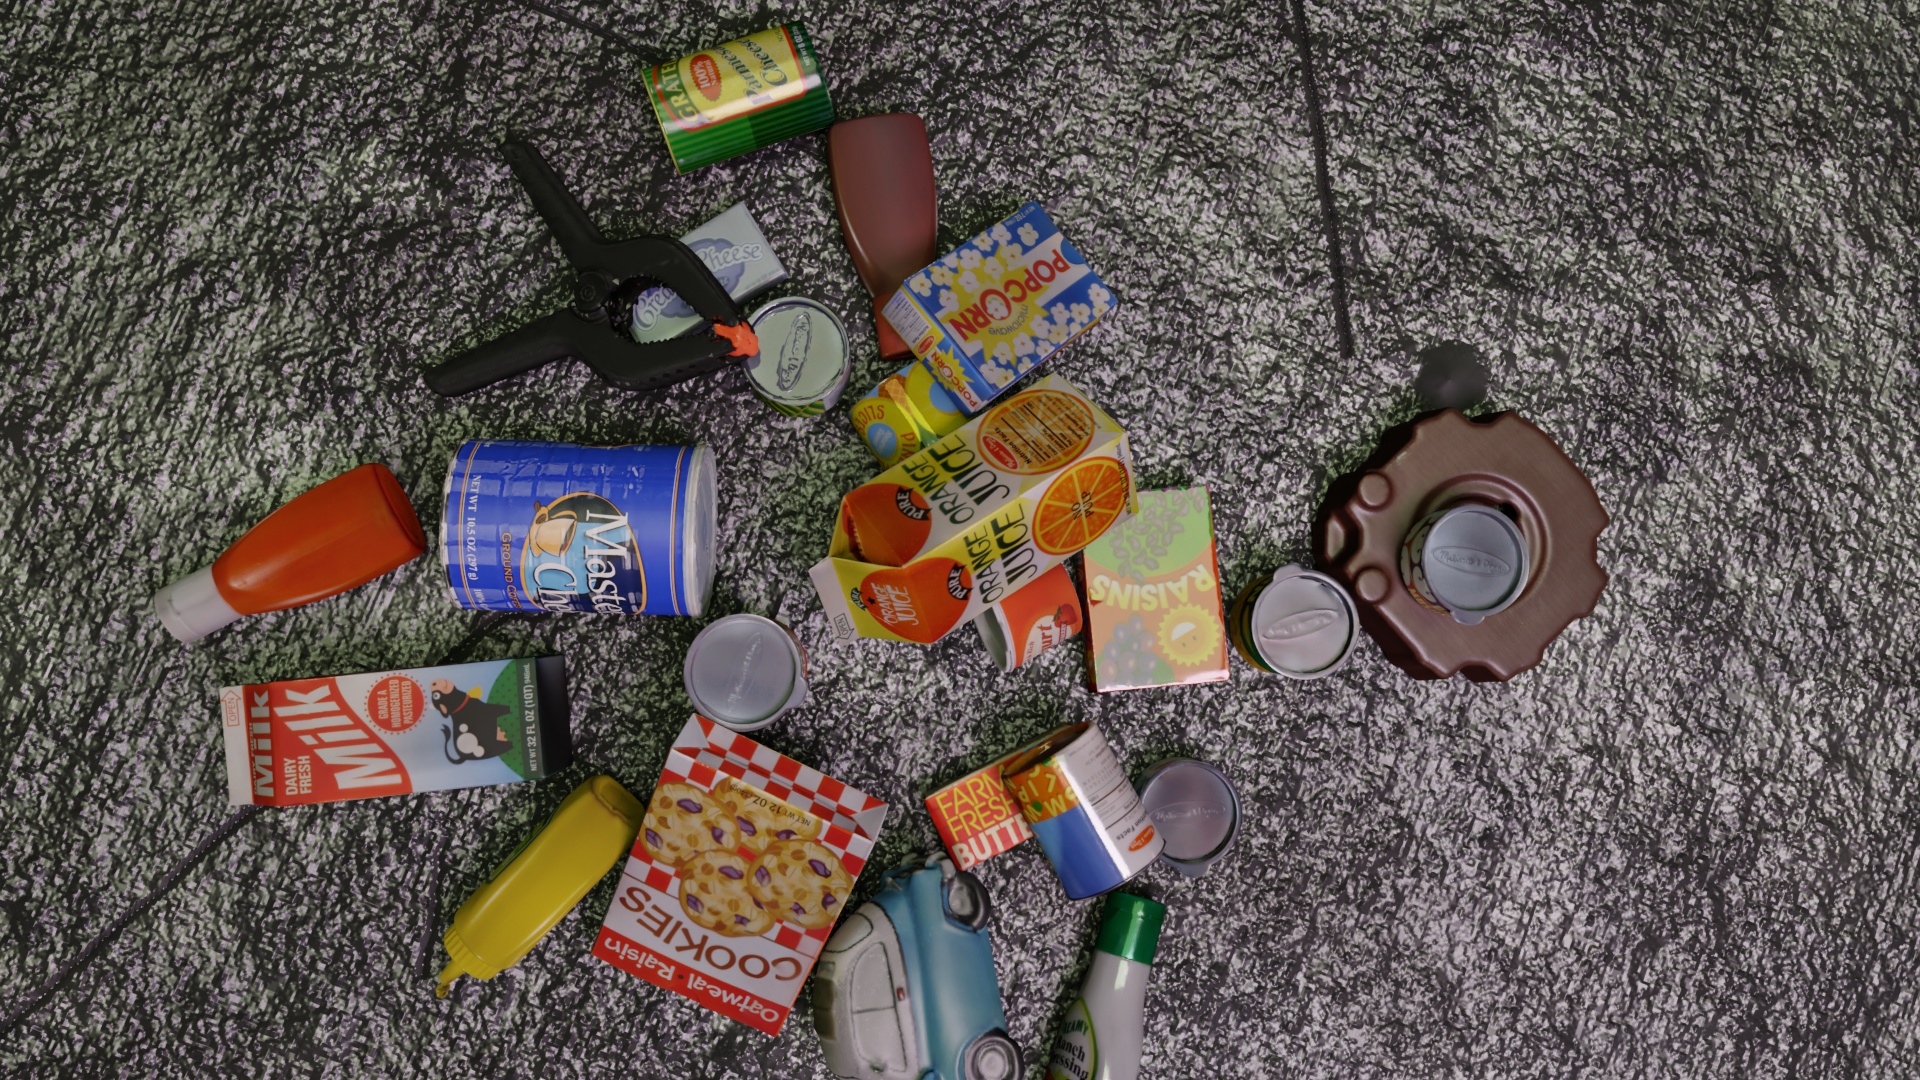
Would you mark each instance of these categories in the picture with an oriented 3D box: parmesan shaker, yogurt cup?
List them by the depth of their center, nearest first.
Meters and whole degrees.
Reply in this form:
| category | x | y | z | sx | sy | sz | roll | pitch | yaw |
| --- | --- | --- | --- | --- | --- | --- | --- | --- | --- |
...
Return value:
| category | x | y | z | sx | sy | sz | roll | pitch | yaw |
| --- | --- | --- | --- | --- | --- | --- | --- | --- | --- |
| yogurt cup | 0.039 | 0.040 | 0.850 | 0.054 | 0.072 | 0.072 | -21 | 88 | -13 |
| parmesan shaker | -0.138 | -0.276 | 0.858 | 0.103 | 0.071 | 0.071 | -20 | 88 | -5 |

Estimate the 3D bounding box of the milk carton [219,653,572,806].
| category | x | y | z | sx | sy | sz | roll | pitch | yaw |
| --- | --- | --- | --- | --- | --- | --- | --- | --- | --- |
| milk carton | -0.333 | 0.111 | 0.814 | 0.191 | 0.073 | 0.072 | -6 | 87 | -4 |

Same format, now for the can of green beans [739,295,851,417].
| category | x | y | z | sx | sy | sz | roll | pitch | yaw |
| --- | --- | --- | --- | --- | --- | --- | --- | --- | --- |
| can of green beans | -0.100 | -0.112 | 0.853 | 0.071 | 0.058 | 0.071 | 0 | 87 | -4 |

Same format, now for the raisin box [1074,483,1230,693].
| category | x | y | z | sx | sy | sz | roll | pitch | yaw |
| --- | --- | --- | --- | --- | --- | --- | --- | --- | --- |
| raisin box | 0.117 | 0.030 | 0.867 | 0.086 | 0.040 | 0.123 | -5 | 85 | -5 |

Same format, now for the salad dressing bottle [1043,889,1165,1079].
| category | x | y | z | sx | sy | sz | roll | pitch | yaw |
| --- | --- | --- | --- | --- | --- | --- | --- | --- | --- |
| salad dressing bottle | 0.088 | 0.288 | 0.840 | 0.044 | 0.064 | 0.148 | 22 | 76 | -21 |

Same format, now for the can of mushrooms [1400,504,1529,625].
| category | x | y | z | sx | sy | sz | roll | pitch | yaw |
| --- | --- | --- | --- | --- | --- | --- | --- | --- | --- |
| can of mushrooms | 0.299 | 0.015 | 0.827 | 0.071 | 0.033 | 0.071 | 0 | 86 | -7 |

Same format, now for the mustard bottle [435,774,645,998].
| category | x | y | z | sx | sy | sz | roll | pitch | yaw |
| --- | --- | --- | --- | --- | --- | --- | --- | --- | --- |
| mustard bottle | -0.256 | 0.210 | 0.819 | 0.049 | 0.065 | 0.160 | 44 | 89 | -4 |

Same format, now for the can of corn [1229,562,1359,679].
| category | x | y | z | sx | sy | sz | roll | pitch | yaw |
| --- | --- | --- | --- | --- | --- | --- | --- | --- | --- |
| can of corn | 0.205 | 0.050 | 0.862 | 0.071 | 0.058 | 0.071 | 0 | 86 | -4 |

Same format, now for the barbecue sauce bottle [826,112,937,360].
| category | x | y | z | sx | sy | sz | roll | pitch | yaw |
| --- | --- | --- | --- | --- | --- | --- | --- | --- | --- |
| barbecue sauce bottle | -0.043 | -0.189 | 0.870 | 0.065 | 0.043 | 0.148 | -9 | 87 | -6 |

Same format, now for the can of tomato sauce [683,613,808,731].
| category | x | y | z | sx | sy | sz | roll | pitch | yaw |
| --- | --- | --- | --- | --- | --- | --- | --- | --- | --- |
| can of tomato sauce | -0.124 | 0.077 | 0.826 | 0.071 | 0.083 | 0.071 | 0 | 87 | -4 |

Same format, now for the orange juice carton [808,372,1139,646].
| category | x | y | z | sx | sy | sz | roll | pitch | yaw |
| --- | --- | --- | --- | --- | --- | --- | --- | --- | --- |
| orange juice carton | 0.003 | -0.010 | 0.804 | 0.193 | 0.071 | 0.073 | -32 | 49 | -13 |

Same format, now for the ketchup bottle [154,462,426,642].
| category | x | y | z | sx | sy | sz | roll | pitch | yaw |
| --- | --- | --- | --- | --- | --- | --- | --- | --- | --- |
| ketchup bottle | -0.402 | 0.012 | 0.831 | 0.149 | 0.043 | 0.064 | -27 | 87 | -5 |

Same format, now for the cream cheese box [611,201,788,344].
| category | x | y | z | sx | sy | sz | roll | pitch | yaw |
| --- | --- | --- | --- | --- | --- | --- | --- | --- | --- |
| cream cheese box | -0.165 | -0.161 | 0.868 | 0.104 | 0.024 | 0.053 | -33 | 87 | -5 |

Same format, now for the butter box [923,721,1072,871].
| category | x | y | z | sx | sy | sz | roll | pitch | yaw |
| --- | --- | --- | --- | --- | --- | --- | --- | --- | --- |
| butter box | 0.033 | 0.159 | 0.860 | 0.103 | 0.024 | 0.053 | -26 | 88 | -5 |

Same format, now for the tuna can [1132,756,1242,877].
| category | x | y | z | sx | sy | sz | roll | pitch | yaw |
| --- | --- | --- | --- | --- | --- | --- | --- | --- | --- |
| tuna can | 0.139 | 0.171 | 0.862 | 0.071 | 0.033 | 0.071 | 0 | 86 | -4 |

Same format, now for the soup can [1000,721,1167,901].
| category | x | y | z | sx | sy | sz | roll | pitch | yaw |
| --- | --- | --- | --- | --- | --- | --- | --- | --- | --- |
| soup can | 0.070 | 0.159 | 0.818 | 0.071 | 0.071 | 0.084 | -30 | 90 | -5 |

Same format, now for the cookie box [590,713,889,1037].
| category | x | y | z | sx | sy | sz | roll | pitch | yaw |
| --- | --- | --- | --- | --- | --- | --- | --- | --- | --- |
| cookie box | -0.130 | 0.197 | 0.800 | 0.123 | 0.040 | 0.166 | 25 | 117 | -1 |

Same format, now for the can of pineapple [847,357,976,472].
| category | x | y | z | sx | sy | sz | roll | pitch | yaw |
| --- | --- | --- | --- | --- | --- | --- | --- | --- | --- |
| can of pineapple | -0.028 | -0.071 | 0.850 | 0.071 | 0.071 | 0.058 | -35 | 88 | -5 |

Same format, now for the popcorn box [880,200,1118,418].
| category | x | y | z | sx | sy | sz | roll | pitch | yaw |
| --- | --- | --- | --- | --- | --- | --- | --- | --- | --- |
| popcorn box | 0.025 | -0.142 | 0.846 | 0.085 | 0.038 | 0.127 | 50 | 56 | 1 |
